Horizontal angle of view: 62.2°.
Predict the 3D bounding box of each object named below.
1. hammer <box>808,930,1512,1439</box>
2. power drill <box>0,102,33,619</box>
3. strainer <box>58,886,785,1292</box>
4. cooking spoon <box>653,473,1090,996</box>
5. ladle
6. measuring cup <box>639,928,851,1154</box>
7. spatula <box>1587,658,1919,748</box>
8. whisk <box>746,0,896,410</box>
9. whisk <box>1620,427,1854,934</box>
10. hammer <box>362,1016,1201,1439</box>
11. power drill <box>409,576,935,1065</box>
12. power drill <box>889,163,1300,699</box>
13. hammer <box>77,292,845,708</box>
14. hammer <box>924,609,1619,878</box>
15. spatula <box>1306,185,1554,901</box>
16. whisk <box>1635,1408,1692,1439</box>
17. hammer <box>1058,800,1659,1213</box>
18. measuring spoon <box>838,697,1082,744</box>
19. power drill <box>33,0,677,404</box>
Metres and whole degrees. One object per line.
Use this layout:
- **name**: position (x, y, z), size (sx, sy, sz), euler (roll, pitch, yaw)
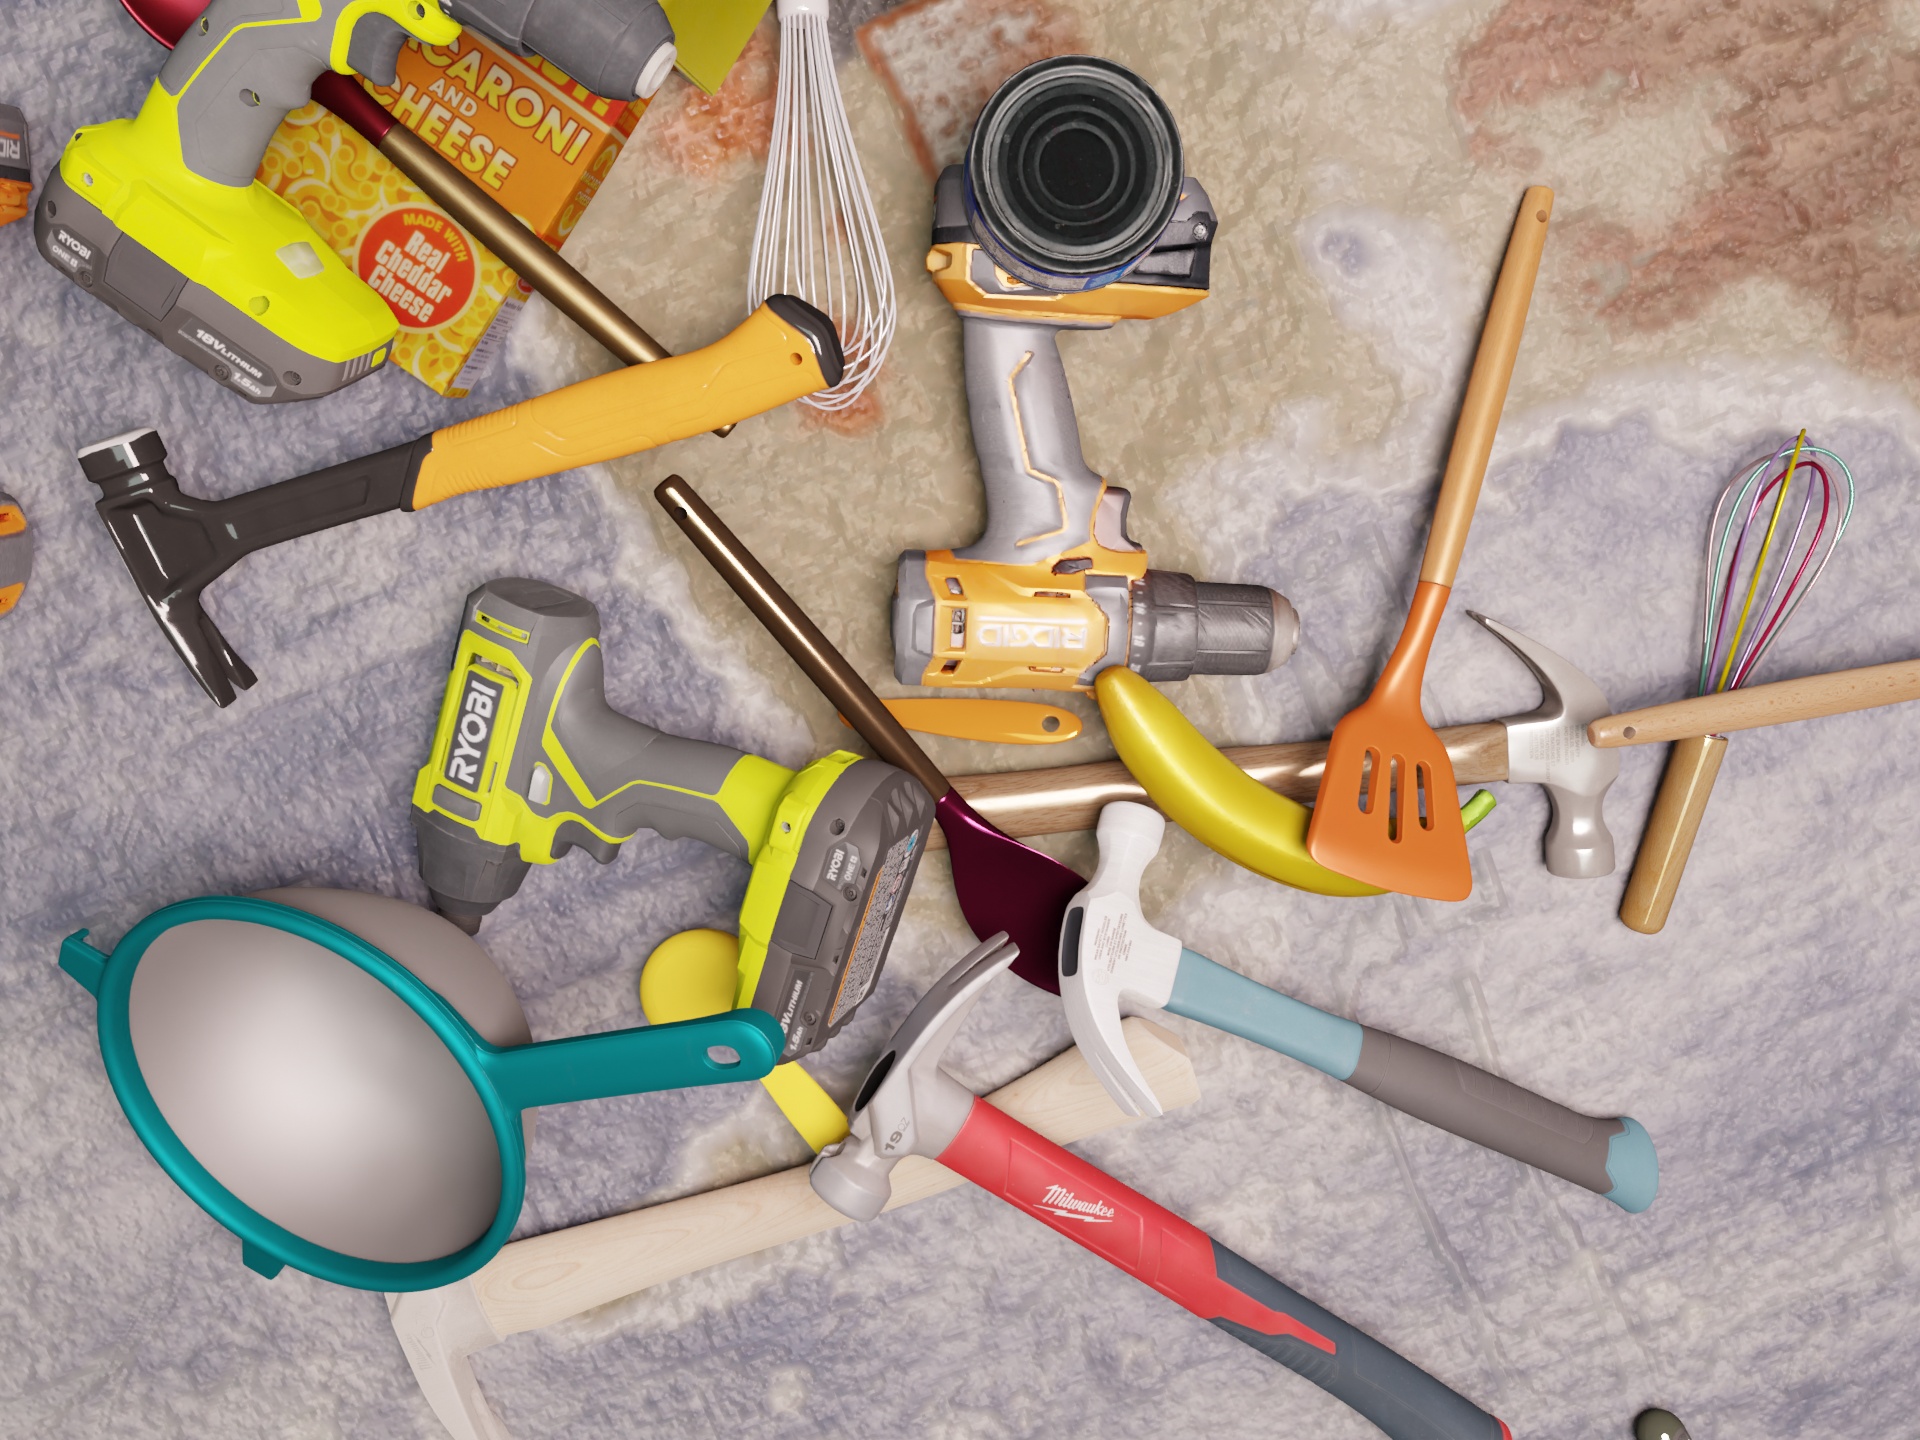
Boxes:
- **hammer**: position (0.125, 0.253, 0.760), size (0.386, 0.038, 0.143), euler (34, 92, -14)
- **power drill**: position (-0.494, -0.163, 0.690), size (0.164, 0.084, 0.226), euler (9, 103, -2)
- **strainer**: position (-0.216, 0.138, 0.703), size (0.340, 0.095, 0.211), euler (-12, 111, 22)
- **cooking spoon**: position (-0.026, 0.015, 0.713), size (0.069, 0.017, 0.318), euler (-30, 111, 28)
- **ladle**: position (-0.218, -0.227, 0.666), size (0.315, 0.031, 0.069), euler (40, 112, -10)
- **measuring cup**: position (-0.092, 0.163, 0.750), size (0.062, 0.029, 0.156), euler (-43, 79, -3)
- **spatula**: position (0.434, -0.020, 0.725), size (0.317, 0.044, 0.082), euler (-9, 102, -4)
- **whisk**: position (-0.067, -0.278, 0.688), size (0.070, 0.070, 0.284), euler (-4, 95, 0)
- **whisk**: position (0.357, -0.015, 0.745), size (0.051, 0.047, 0.245), euler (11, 104, -4)
- **hammer**: position (-0.078, 0.245, 0.784), size (0.410, 0.038, 0.146), euler (-19, 101, 2)
- **power drill**: position (-0.138, 0.054, 0.710), size (0.223, 0.080, 0.171), euler (23, 107, 14)
- **power drill**: position (0.065, -0.121, 0.704), size (0.185, 0.084, 0.226), euler (2, 103, -3)
- **hammer**: position (-0.208, -0.106, 0.687), size (0.337, 0.034, 0.127), euler (-15, 111, 11)
- **hammer**: position (0.142, 0.024, 0.751), size (0.331, 0.031, 0.130), euler (-6, 100, 1)
- **spatula**: position (0.221, -0.083, 0.704), size (0.081, 0.041, 0.322), euler (16, 88, -13)
- **whisk**: position (0.413, 0.461, 0.824), size (0.058, 0.059, 0.246), euler (-33, 96, -32)
- **hammer**: position (0.193, 0.158, 0.742), size (0.331, 0.033, 0.128), euler (24, 70, -15)
- **measuring spoon**: position (-0.001, -0.002, 0.743), size (0.117, 0.011, 0.021), euler (5, 74, 9)
- **power drill**: position (-0.234, -0.238, 0.607), size (0.190, 0.080, 0.228), euler (36, 115, -9)
